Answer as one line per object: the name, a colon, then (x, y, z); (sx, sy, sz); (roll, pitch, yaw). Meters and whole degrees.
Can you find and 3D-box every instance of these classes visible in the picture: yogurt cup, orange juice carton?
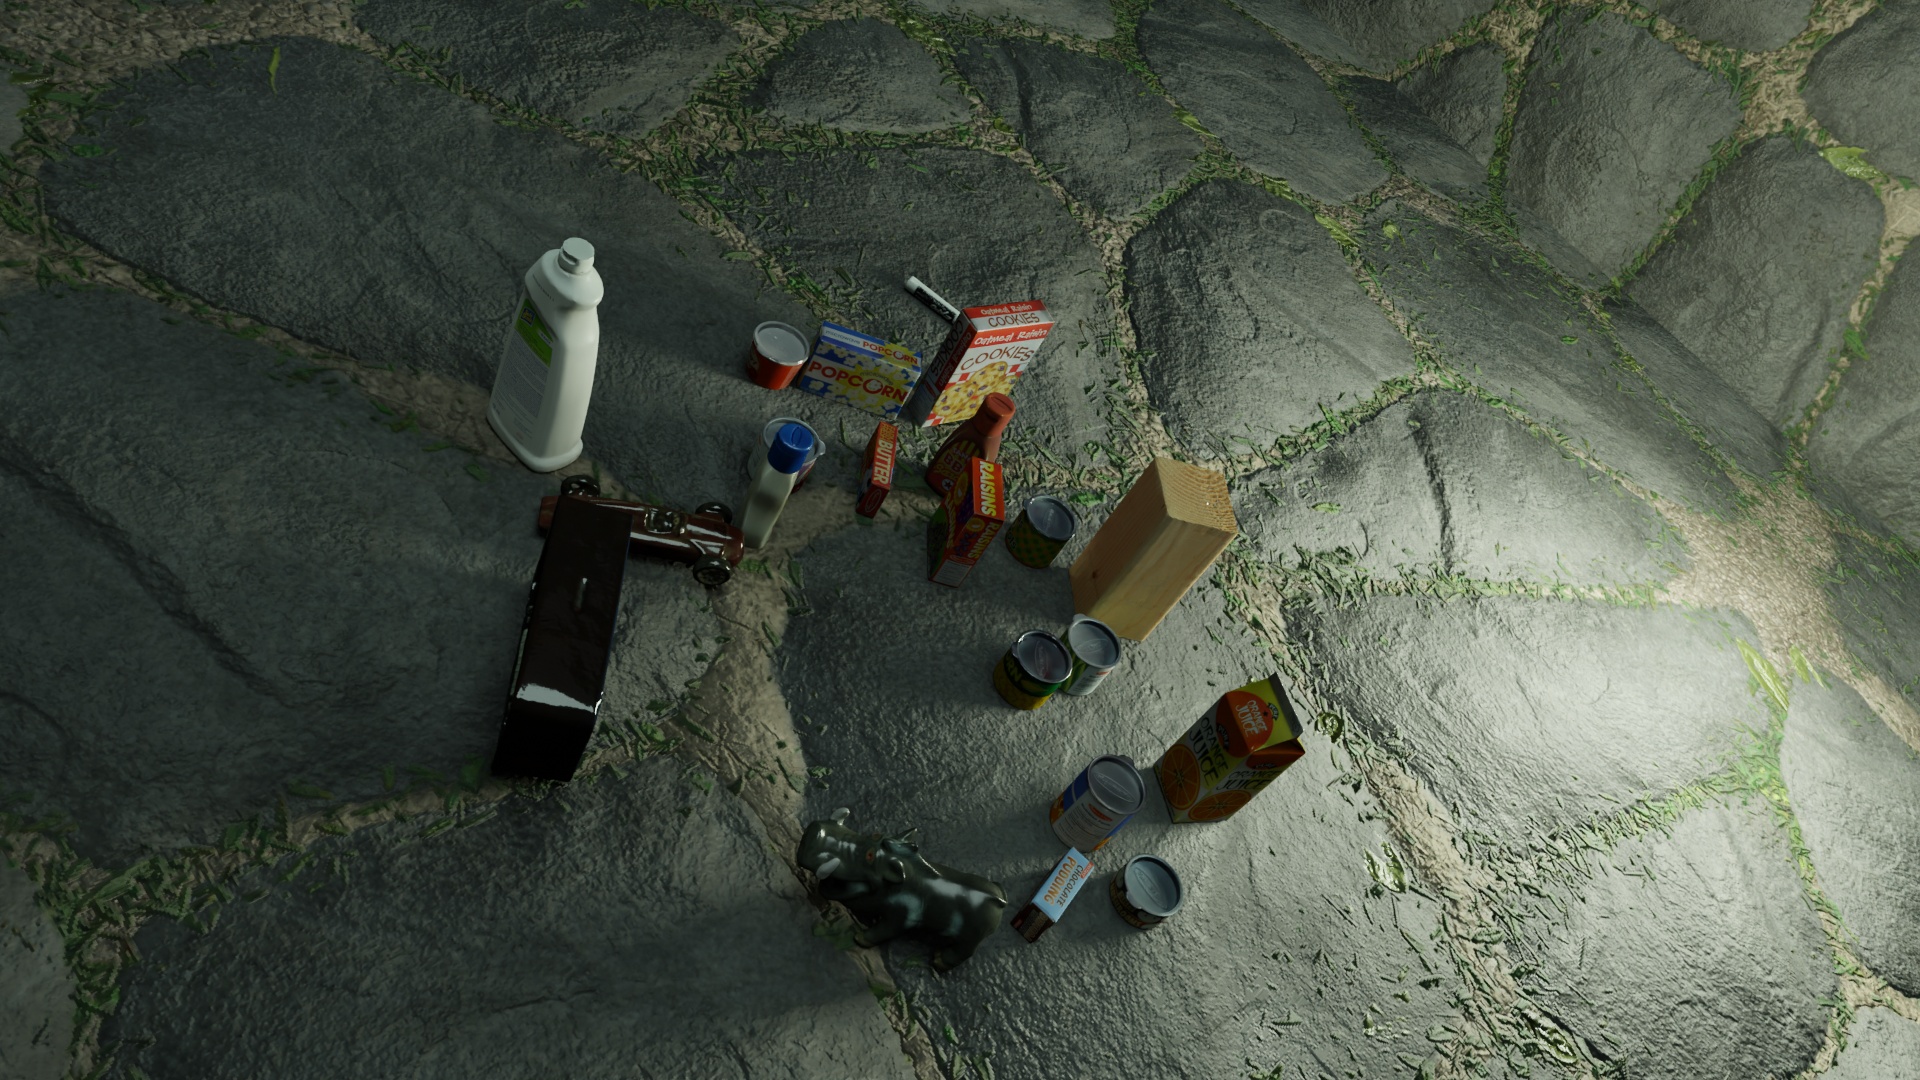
yogurt cup: (-0.214, -0.212, 1.606); (0.072, 0.053, 0.073); (16, 46, -18)
orange juice carton: (0.283, 0.214, 1.423); (0.073, 0.191, 0.072); (4, 51, -28)

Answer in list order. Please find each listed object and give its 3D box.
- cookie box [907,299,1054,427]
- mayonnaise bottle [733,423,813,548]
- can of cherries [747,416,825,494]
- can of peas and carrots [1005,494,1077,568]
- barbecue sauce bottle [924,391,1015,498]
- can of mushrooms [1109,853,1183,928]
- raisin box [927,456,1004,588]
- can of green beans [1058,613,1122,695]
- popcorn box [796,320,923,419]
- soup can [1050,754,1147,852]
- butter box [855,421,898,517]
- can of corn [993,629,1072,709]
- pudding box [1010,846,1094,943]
cookie box: (0.023, -0.213, 1.664); (0.123, 0.166, 0.040); (-14, 61, -38)
mayonnaise bottle: (-0.191, -0.058, 1.416); (0.041, 0.147, 0.065); (20, 45, -14)
can of cherries: (-0.190, -0.090, 1.510); (0.071, 0.058, 0.072); (16, 46, -18)
can of peas and carrots: (0.091, -0.011, 1.605); (0.071, 0.058, 0.071); (16, 46, -18)
barbecue sauce bottle: (0.015, -0.107, 1.580); (0.065, 0.147, 0.044); (35, 43, 2)
can of mushrooms: (0.181, 0.345, 1.362); (0.071, 0.033, 0.071); (16, 46, -18)
raisin box: (0.005, -0.019, 1.515); (0.040, 0.122, 0.086); (16, 46, -18)
can of green beans: (0.133, 0.126, 1.509); (0.071, 0.057, 0.071); (16, 46, -18)
popcorn box: (-0.118, -0.199, 1.628); (0.127, 0.084, 0.038); (17, 46, -17)
soup can: (0.137, 0.259, 1.375); (0.071, 0.083, 0.072); (16, 46, -18)
butter box: (-0.094, -0.081, 1.562); (0.024, 0.052, 0.104); (19, 45, -15)
can of corn: (0.073, 0.136, 1.465); (0.071, 0.058, 0.071); (16, 46, -18)
pudding box: (0.087, 0.333, 1.306); (0.030, 0.049, 0.084); (41, 44, 7)
